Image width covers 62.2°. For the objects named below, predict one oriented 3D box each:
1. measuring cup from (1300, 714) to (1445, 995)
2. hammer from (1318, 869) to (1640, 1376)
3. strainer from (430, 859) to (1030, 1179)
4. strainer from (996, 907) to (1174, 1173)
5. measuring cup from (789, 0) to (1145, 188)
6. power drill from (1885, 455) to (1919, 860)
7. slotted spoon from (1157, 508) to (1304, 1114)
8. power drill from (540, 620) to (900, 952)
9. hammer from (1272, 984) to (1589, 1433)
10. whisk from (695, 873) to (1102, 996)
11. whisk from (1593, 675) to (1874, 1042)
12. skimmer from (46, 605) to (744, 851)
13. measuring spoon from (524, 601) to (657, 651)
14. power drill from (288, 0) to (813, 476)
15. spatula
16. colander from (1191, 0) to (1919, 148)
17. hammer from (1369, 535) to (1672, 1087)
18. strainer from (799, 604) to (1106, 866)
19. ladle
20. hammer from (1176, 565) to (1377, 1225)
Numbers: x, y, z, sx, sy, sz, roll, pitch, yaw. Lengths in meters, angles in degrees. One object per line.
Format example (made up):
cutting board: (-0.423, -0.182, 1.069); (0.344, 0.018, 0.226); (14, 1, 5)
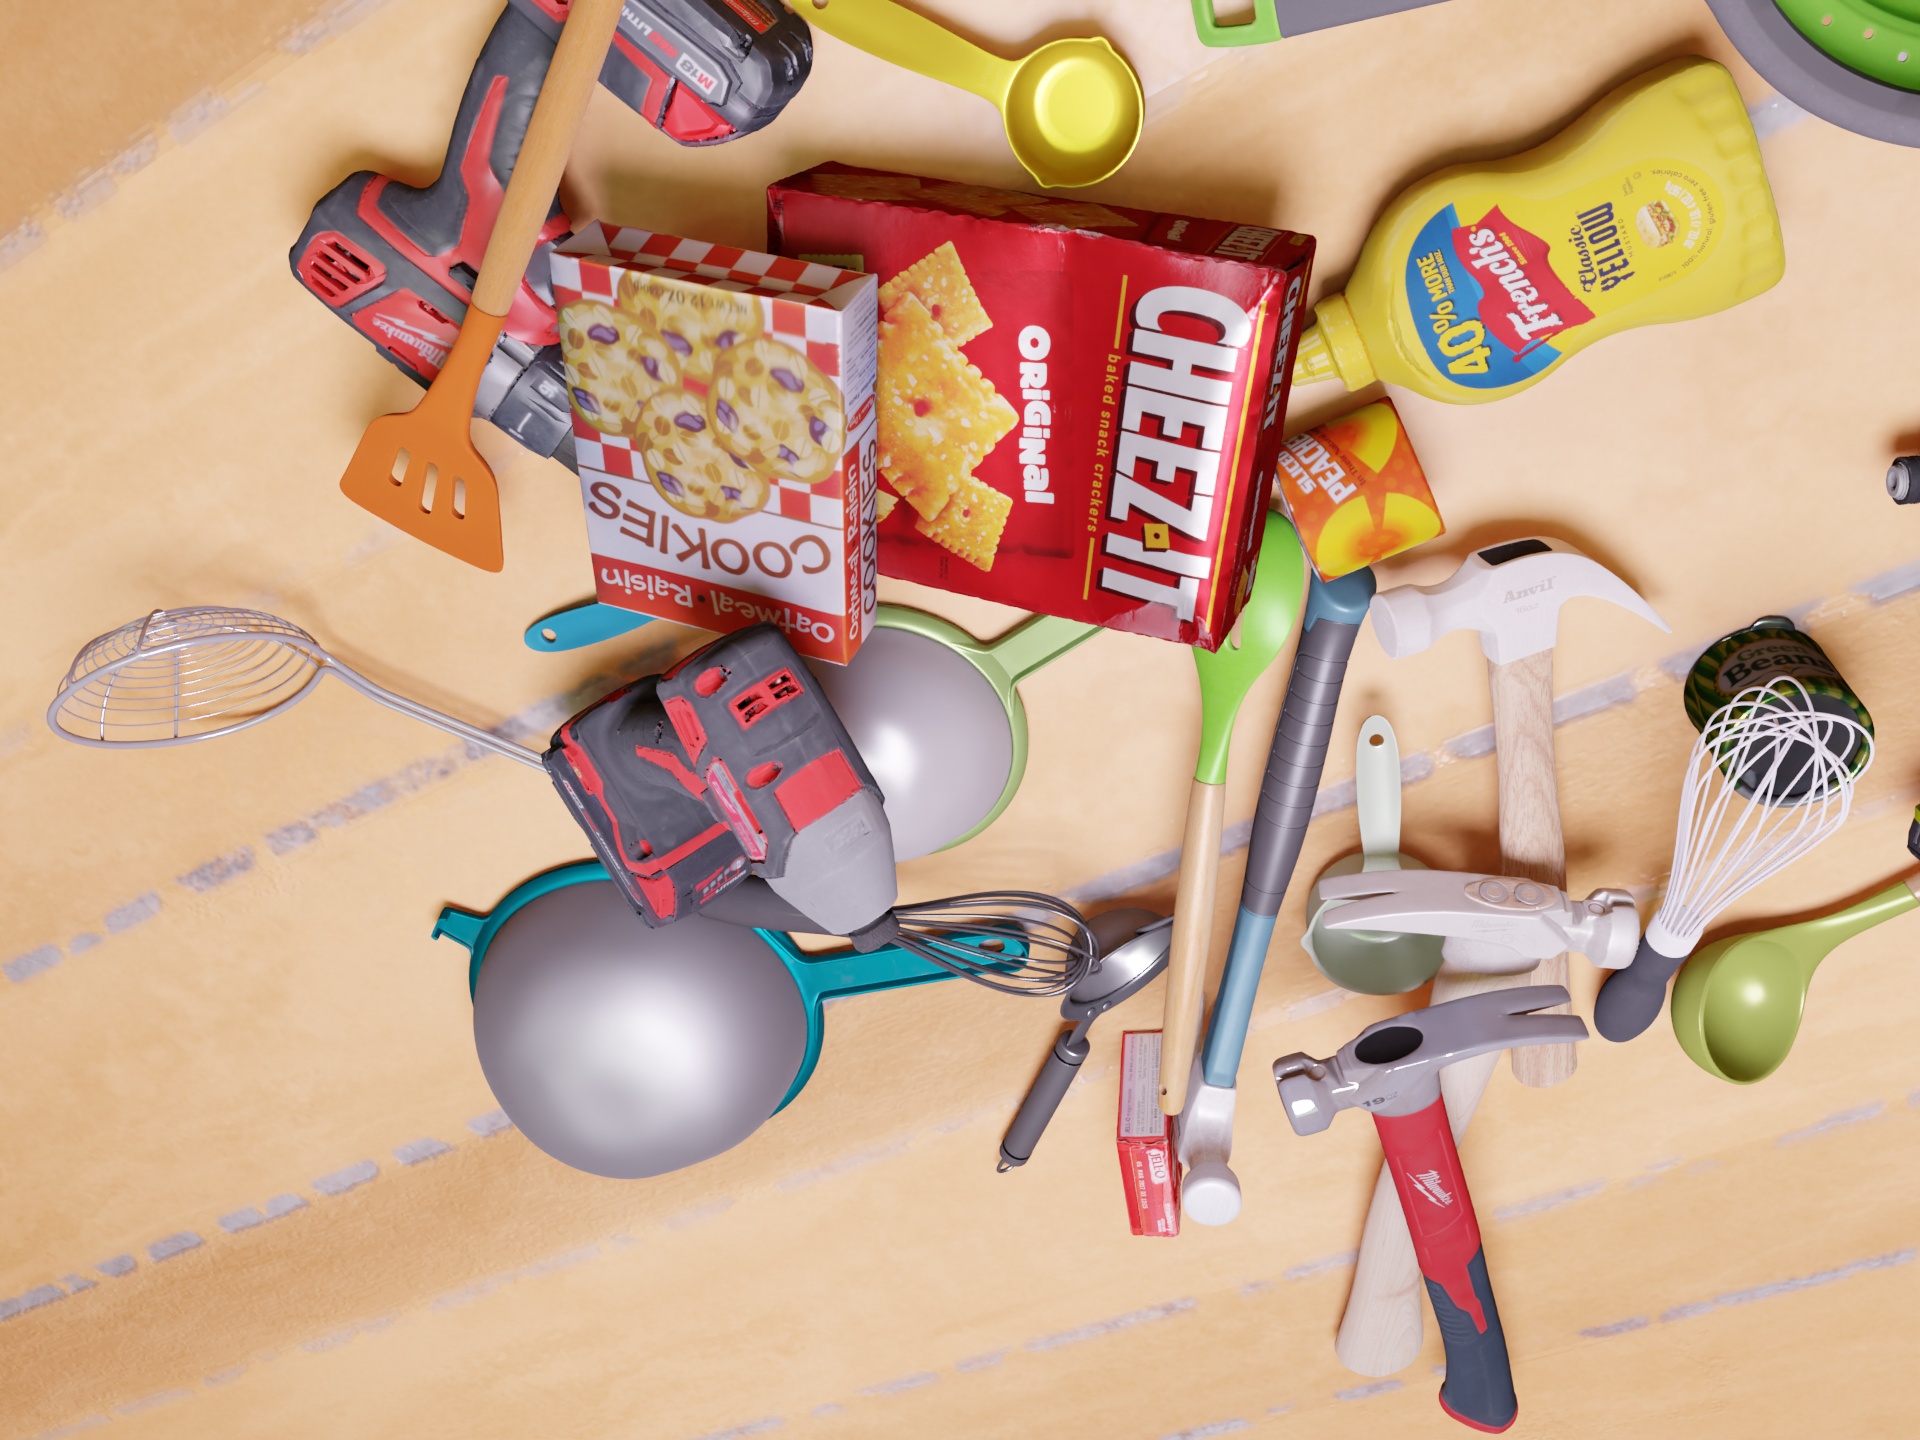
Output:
measuring cup: (0.212, 0.064, 0.810); (0.083, 0.038, 0.167); (-5, 118, 9)
hammer: (0.244, 0.240, 0.878); (0.146, 0.038, 0.410); (4, 129, 4)
strainer: (-0.128, 0.176, 0.881); (0.340, 0.095, 0.210); (-12, 118, 15)
strainer: (0.063, 0.177, 0.892); (0.087, 0.050, 0.258); (-12, 138, -38)
measuring cup: (0.003, -0.269, 0.649); (0.156, 0.029, 0.062); (25, 120, 3)
power drill: (0.488, -0.028, 0.685); (0.171, 0.080, 0.223); (-4, 106, 8)
slotted spoon: (0.119, 0.053, 0.768); (0.031, 0.070, 0.313); (-9, 112, -33)
power drill: (-0.104, 0.038, 0.720); (0.143, 0.078, 0.220); (61, 153, -10)
hammer: (0.279, 0.281, 0.857); (0.143, 0.038, 0.385); (-19, 129, 8)
whisk: (-0.043, 0.104, 0.823); (0.239, 0.055, 0.055); (7, 122, 15)
whisk: (0.344, 0.083, 0.744); (0.070, 0.070, 0.284); (3, 142, 5)
skimmer: (-0.265, 0.033, 0.817); (0.363, 0.090, 0.127); (23, 153, -10)
measuring spoon: (-0.165, -0.058, 0.798); (0.128, 0.021, 0.042); (-14, 119, 24)
power drill: (-0.155, -0.211, 0.671); (0.187, 0.080, 0.226); (38, 120, -15)
spatula: (-0.177, -0.189, 0.634); (0.081, 0.041, 0.322); (28, 121, -8)
colander: (0.282, -0.302, 0.567); (0.397, 0.094, 0.204); (-1, 117, 28)
hammer: (0.285, 0.058, 0.787); (0.130, 0.031, 0.331); (-19, 122, -3)
strainer: (-0.001, -0.002, 0.776); (0.256, 0.069, 0.151); (-31, 112, 24)
ladle: (0.495, 0.078, 0.774); (0.320, 0.062, 0.078); (-37, 114, 21)
hammer: (0.153, 0.080, 0.791); (0.033, 0.128, 0.330); (10, 112, 0)
